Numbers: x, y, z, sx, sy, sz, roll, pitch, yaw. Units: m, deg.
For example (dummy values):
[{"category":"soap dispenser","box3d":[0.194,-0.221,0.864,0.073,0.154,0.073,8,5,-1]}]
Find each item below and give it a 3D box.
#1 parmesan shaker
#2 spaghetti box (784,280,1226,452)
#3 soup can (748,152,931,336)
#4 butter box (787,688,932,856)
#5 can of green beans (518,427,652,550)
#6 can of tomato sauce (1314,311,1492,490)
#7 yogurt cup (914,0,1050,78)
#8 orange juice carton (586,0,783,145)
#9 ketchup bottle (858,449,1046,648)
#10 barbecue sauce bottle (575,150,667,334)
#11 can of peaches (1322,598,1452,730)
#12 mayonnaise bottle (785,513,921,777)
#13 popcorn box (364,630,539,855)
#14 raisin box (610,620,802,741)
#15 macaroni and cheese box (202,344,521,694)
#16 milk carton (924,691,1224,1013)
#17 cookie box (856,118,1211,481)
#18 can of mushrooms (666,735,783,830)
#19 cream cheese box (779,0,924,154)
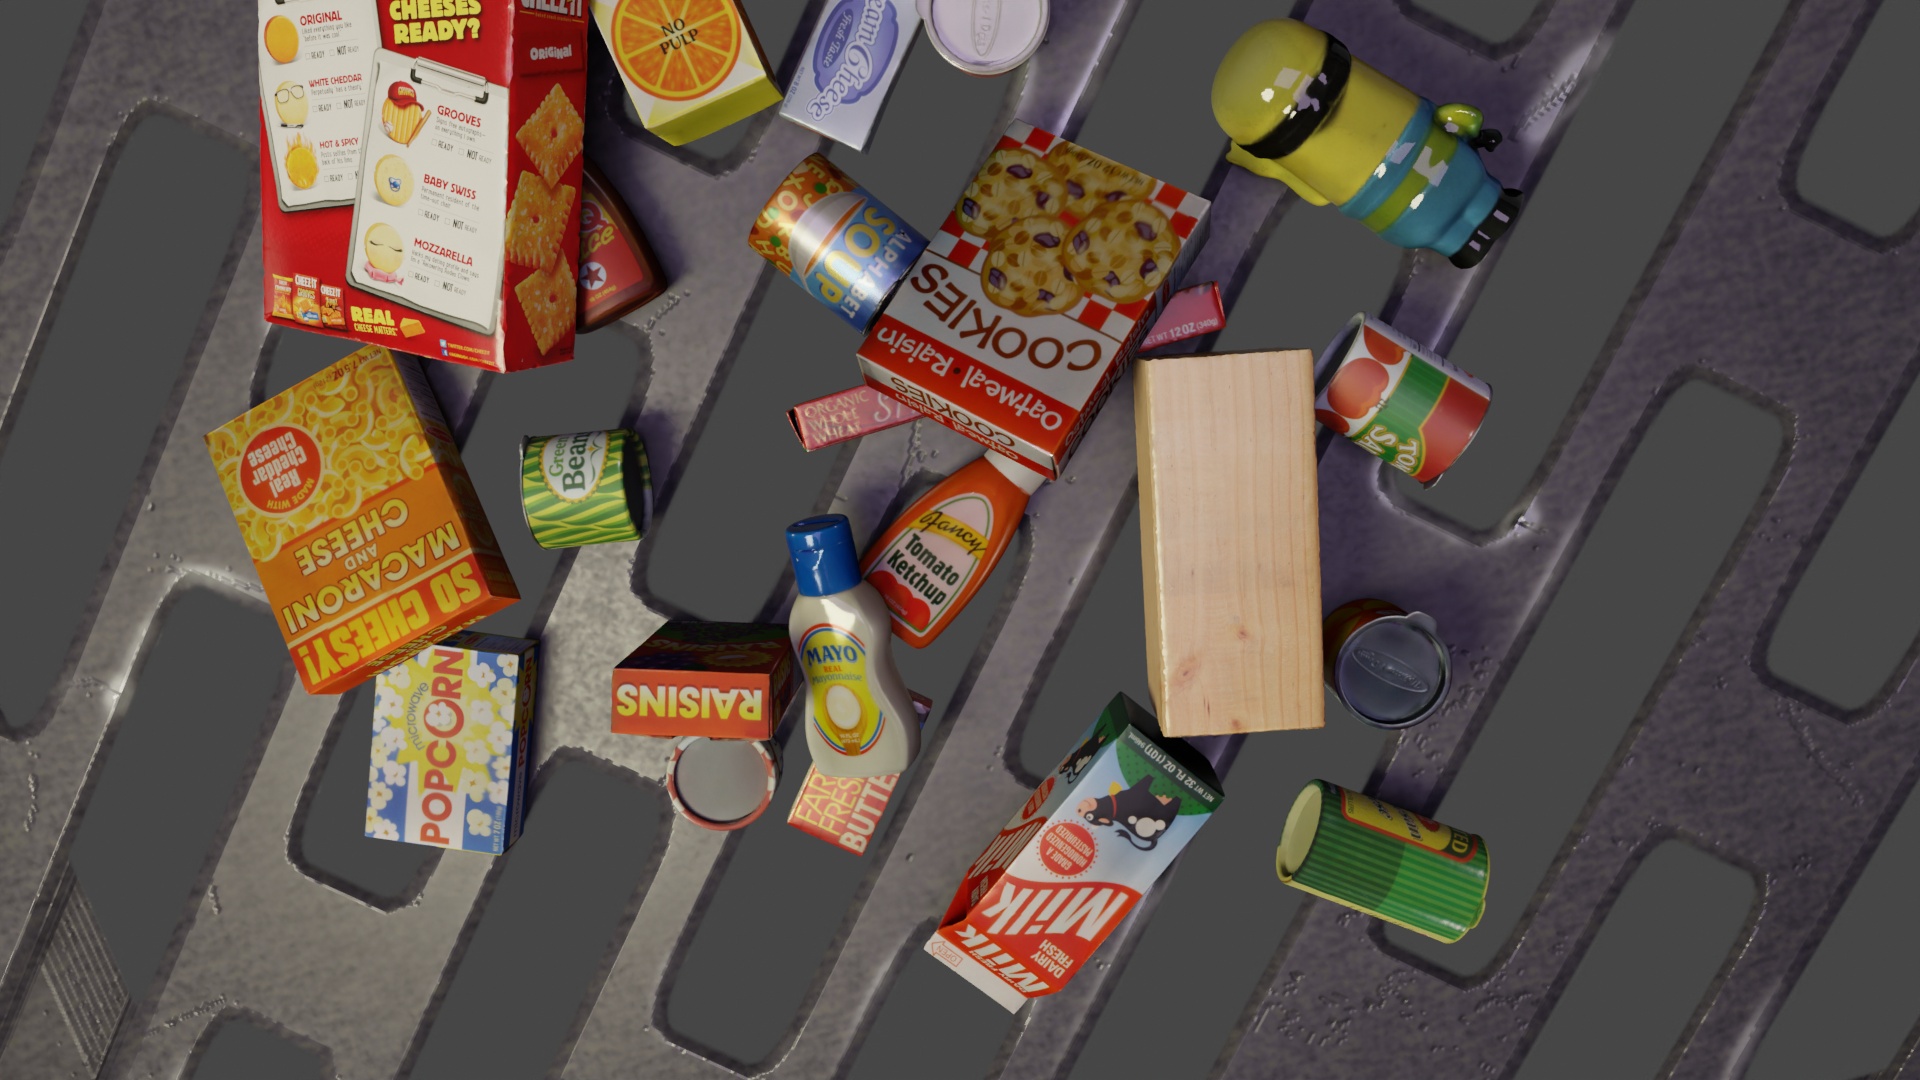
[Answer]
[{"category":"parmesan shaker","box3d":[0.247,0.188,0.815,0.103,0.071,0.071,20,98,-2]},{"category":"spaghetti box","box3d":[0.025,-0.099,0.792,0.250,0.050,0.028,-16,96,4]},{"category":"soup can","box3d":[-0.067,-0.165,0.774,0.084,0.071,0.071,38,97,-4]},{"category":"butter box","box3d":[-0.061,0.133,0.838,0.053,0.024,0.103,24,97,-1]},{"category":"can of green beans","box3d":[-0.213,-0.030,0.798,0.058,0.071,0.071,-6,98,2]},{"category":"can of tomato sauce","box3d":[0.243,-0.079,0.782,0.083,0.071,0.071,30,97,-2]},{"category":"yogurt cup","box3d":[0.014,-0.287,0.765,0.072,0.054,0.072,0,98,1]},{"category":"orange juice carton","box3d":[-0.172,-0.321,0.756,0.073,0.072,0.192,-24,97,4]},{"category":"ketchup bottle","box3d":[0.003,-0.010,0.808,0.065,0.043,0.148,41,96,0]},{"category":"barbecue sauce bottle","box3d":[-0.228,-0.195,0.788,0.065,0.044,0.148,-27,96,7]},{"category":"can of peaches","box3d":[0.245,0.069,0.806,0.071,0.058,0.071,0,97,2]},{"category":"mayonnaise bottle","box3d":[-0.066,0.060,0.783,0.065,0.041,0.147,-6,106,20]},{"category":"popcorn box","box3d":[-0.305,0.119,0.834,0.085,0.038,0.126,8,98,2]},{"category":"raisin box","box3d":[-0.139,0.077,0.782,0.086,0.123,0.040,3,98,1]},{"category":"macaroni and cheese box","box3d":[-0.342,-0.013,0.796,0.124,0.040,0.166,-27,80,5]},{"category":"milk carton","box3d":[0.064,0.190,0.818,0.072,0.073,0.190,38,97,-4]},{"category":"cookie box","box3d":[0.040,-0.131,0.749,0.123,0.040,0.168,28,77,17]},{"category":"can of mushrooms","box3d":[-0.141,0.141,0.836,0.071,0.033,0.071,0,97,1]},{"category":"cream cheese box","box3d":[-0.057,-0.276,0.783,0.053,0.024,0.103,25,98,-4]}]
